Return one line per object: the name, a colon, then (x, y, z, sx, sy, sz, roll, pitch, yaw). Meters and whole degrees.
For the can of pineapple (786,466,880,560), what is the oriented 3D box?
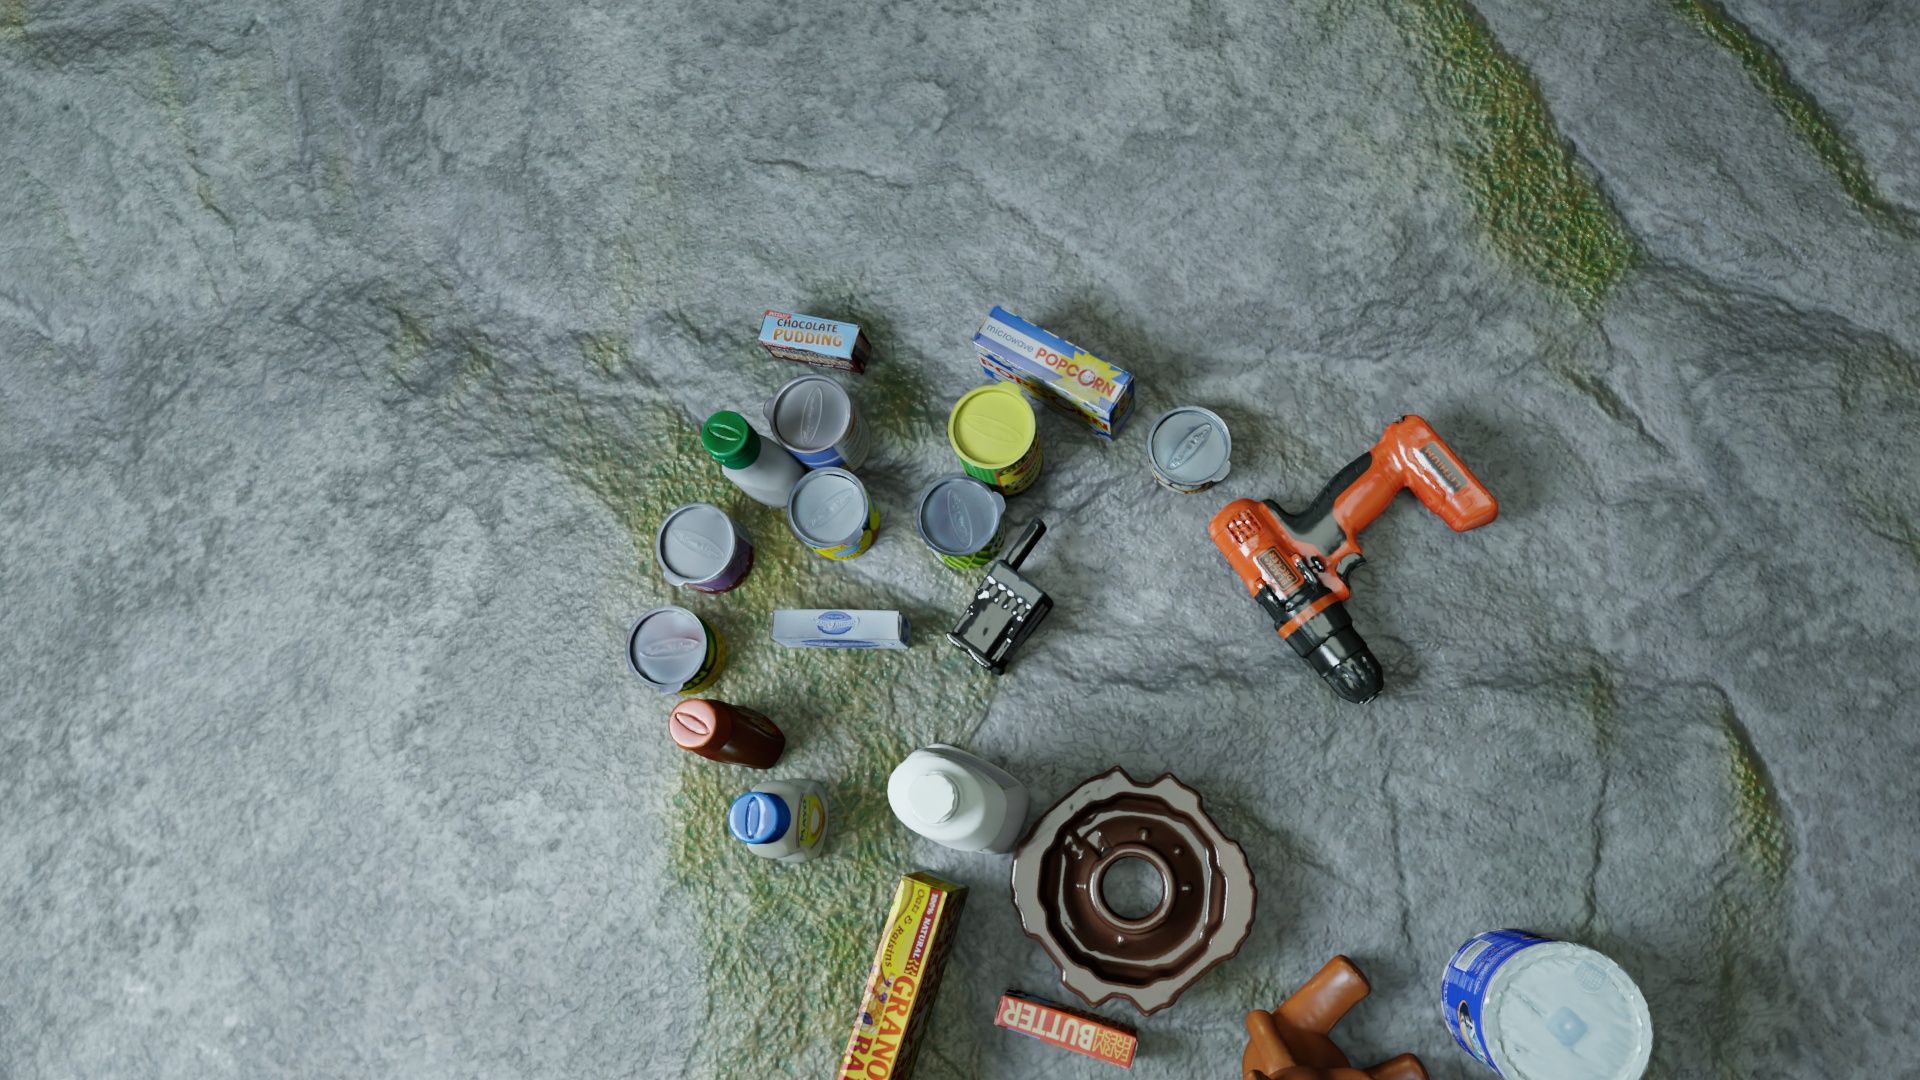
can of pineapple: (-0.101, -0.019, 1.124, 0.071, 0.057, 0.071, -2, 78, 7)

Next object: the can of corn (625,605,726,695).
can of corn: (-0.227, 0.092, 1.116, 0.071, 0.058, 0.071, -2, 78, 7)

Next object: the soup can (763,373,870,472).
soup can: (-0.115, -0.092, 1.129, 0.071, 0.083, 0.071, -2, 78, 7)

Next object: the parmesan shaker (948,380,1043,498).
parmesan shaker: (0.032, -0.078, 1.097, 0.071, 0.103, 0.071, -2, 78, 7)

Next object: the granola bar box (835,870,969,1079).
granola bar box: (-0.041, 0.326, 1.005, 0.039, 0.124, 0.166, 16, 80, 11)

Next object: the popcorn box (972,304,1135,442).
popcorn box: (0.076, -0.133, 1.113, 0.127, 0.085, 0.038, 29, 83, 13)

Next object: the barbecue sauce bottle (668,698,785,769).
barbecue sauce bottle: (-0.180, 0.145, 1.051, 0.065, 0.148, 0.044, 28, 83, 12)

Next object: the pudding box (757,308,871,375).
pudding box: (-0.121, -0.167, 1.164, 0.084, 0.049, 0.030, 13, 80, 10)

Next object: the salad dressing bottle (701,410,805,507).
salad dressing bottle: (-0.164, -0.064, 1.096, 0.064, 0.147, 0.044, 18, 81, 11)

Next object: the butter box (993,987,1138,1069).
butter box: (0.079, 0.357, 1.019, 0.103, 0.053, 0.024, 15, 80, 10)

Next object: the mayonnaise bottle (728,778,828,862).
mayonnaise bottle: (-0.134, 0.207, 1.031, 0.041, 0.148, 0.065, 2, 78, 8)

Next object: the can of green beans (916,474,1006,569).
can of green beans: (0.002, -0.014, 1.110, 0.071, 0.057, 0.071, -2, 78, 7)

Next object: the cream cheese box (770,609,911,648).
cream cheese box: (-0.094, 0.071, 1.105, 0.104, 0.053, 0.024, 0, 78, 8)

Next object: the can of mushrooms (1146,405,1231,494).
can of mushrooms: (0.184, -0.070, 1.111, 0.071, 0.033, 0.071, -2, 77, 7)

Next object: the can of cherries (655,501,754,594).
can of cherries: (-0.209, 0.009, 1.132, 0.071, 0.058, 0.071, -2, 78, 7)
